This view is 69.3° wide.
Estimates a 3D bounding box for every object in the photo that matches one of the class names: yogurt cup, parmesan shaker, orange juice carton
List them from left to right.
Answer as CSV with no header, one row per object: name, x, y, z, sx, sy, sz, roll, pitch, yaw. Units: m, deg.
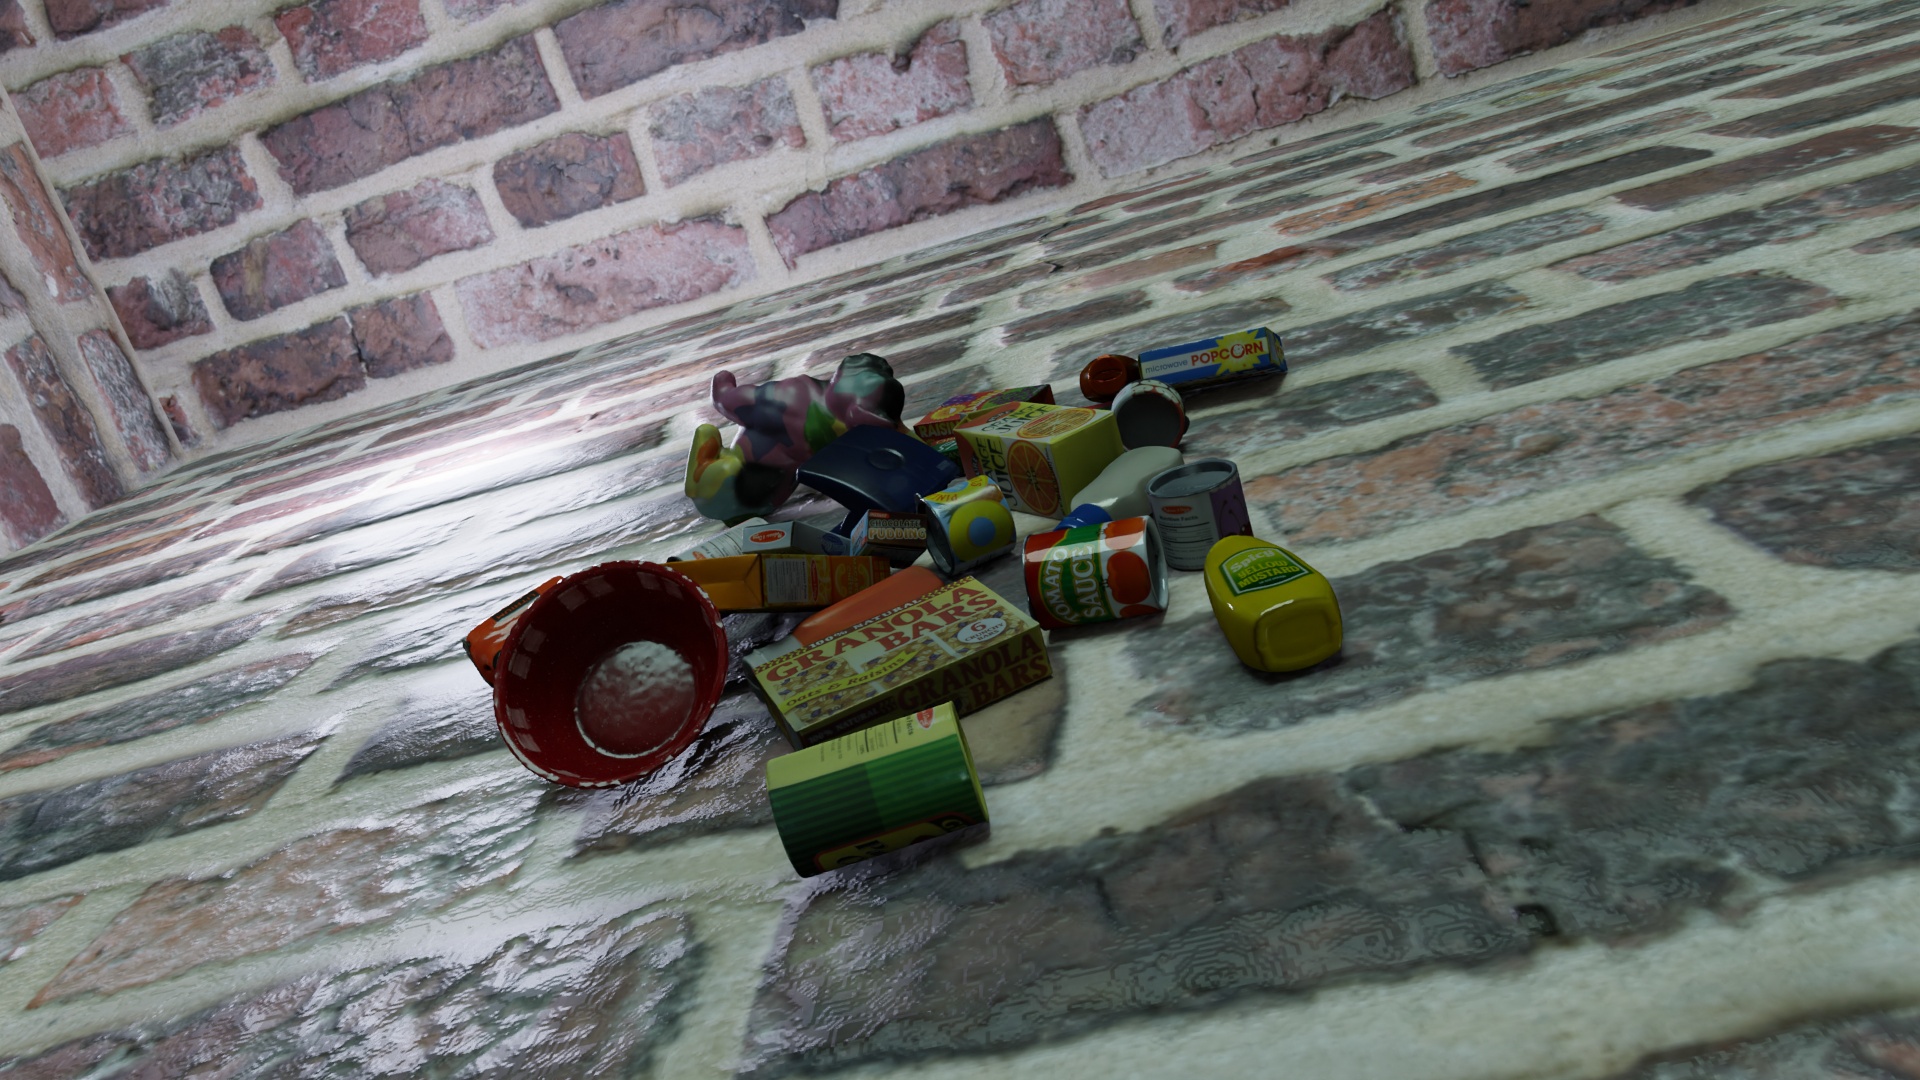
yogurt cup,-0.213,0.089,1.007,0.054,0.072,0.073,-3,22,15
parmesan shaker,-0.043,0.132,0.736,0.103,0.071,0.071,-18,19,0
orange juice carton,0.058,-0.074,1.214,0.073,0.071,0.193,-27,21,-27

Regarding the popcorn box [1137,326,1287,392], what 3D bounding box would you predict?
popcorn box,0.243,-0.172,1.341,0.126,0.038,0.085,-9,-3,22

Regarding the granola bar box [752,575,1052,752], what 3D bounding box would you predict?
granola bar box,-0.040,0.085,0.903,0.166,0.039,0.124,-23,20,-15

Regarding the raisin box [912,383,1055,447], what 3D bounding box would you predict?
raisin box,0.026,-0.125,1.437,0.123,0.040,0.086,-4,24,36

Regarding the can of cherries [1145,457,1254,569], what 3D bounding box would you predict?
can of cherries,0.172,-0.020,0.985,0.071,0.058,0.072,-16,18,6

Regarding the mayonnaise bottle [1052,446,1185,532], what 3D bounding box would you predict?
mayonnaise bottle,0.120,-0.028,1.081,0.064,0.041,0.149,-3,24,37

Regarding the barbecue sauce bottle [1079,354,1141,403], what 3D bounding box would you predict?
barbecue sauce bottle,0.147,-0.159,1.357,0.065,0.043,0.149,-12,2,9

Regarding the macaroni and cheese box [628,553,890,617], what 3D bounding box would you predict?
macaroni and cheese box,-0.146,0.034,1.036,0.123,0.040,0.167,-5,-4,29

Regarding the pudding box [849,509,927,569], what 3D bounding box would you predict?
pudding box,-0.058,0.000,1.101,0.050,0.030,0.083,4,-13,-12

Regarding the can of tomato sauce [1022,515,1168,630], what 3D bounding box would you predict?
can of tomato sauce,0.090,0.022,0.924,0.083,0.071,0.071,-10,20,18

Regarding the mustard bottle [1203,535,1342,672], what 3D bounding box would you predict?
mustard bottle,0.181,0.030,0.852,0.065,0.048,0.161,-16,19,-2

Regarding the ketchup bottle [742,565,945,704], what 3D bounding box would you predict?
ketchup bottle,-0.081,0.066,0.984,0.149,0.043,0.065,-26,19,-23

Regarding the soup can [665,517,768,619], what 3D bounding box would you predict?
soup can,-0.193,0.028,1.161,0.084,0.071,0.071,-28,21,-31

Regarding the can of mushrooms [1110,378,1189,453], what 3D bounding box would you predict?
can of mushrooms,0.167,-0.106,1.223,0.071,0.071,0.033,-13,19,13

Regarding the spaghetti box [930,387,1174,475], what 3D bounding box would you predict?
spaghetti box,0.086,-0.101,1.334,0.250,0.028,0.050,-12,18,15

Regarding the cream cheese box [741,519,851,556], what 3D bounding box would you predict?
cream cheese box,-0.125,0.007,1.132,0.053,0.024,0.104,-6,-16,33

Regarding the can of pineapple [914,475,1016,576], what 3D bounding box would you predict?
can of pineapple,0.004,-0.014,1.095,0.058,0.070,0.071,-22,19,-16
